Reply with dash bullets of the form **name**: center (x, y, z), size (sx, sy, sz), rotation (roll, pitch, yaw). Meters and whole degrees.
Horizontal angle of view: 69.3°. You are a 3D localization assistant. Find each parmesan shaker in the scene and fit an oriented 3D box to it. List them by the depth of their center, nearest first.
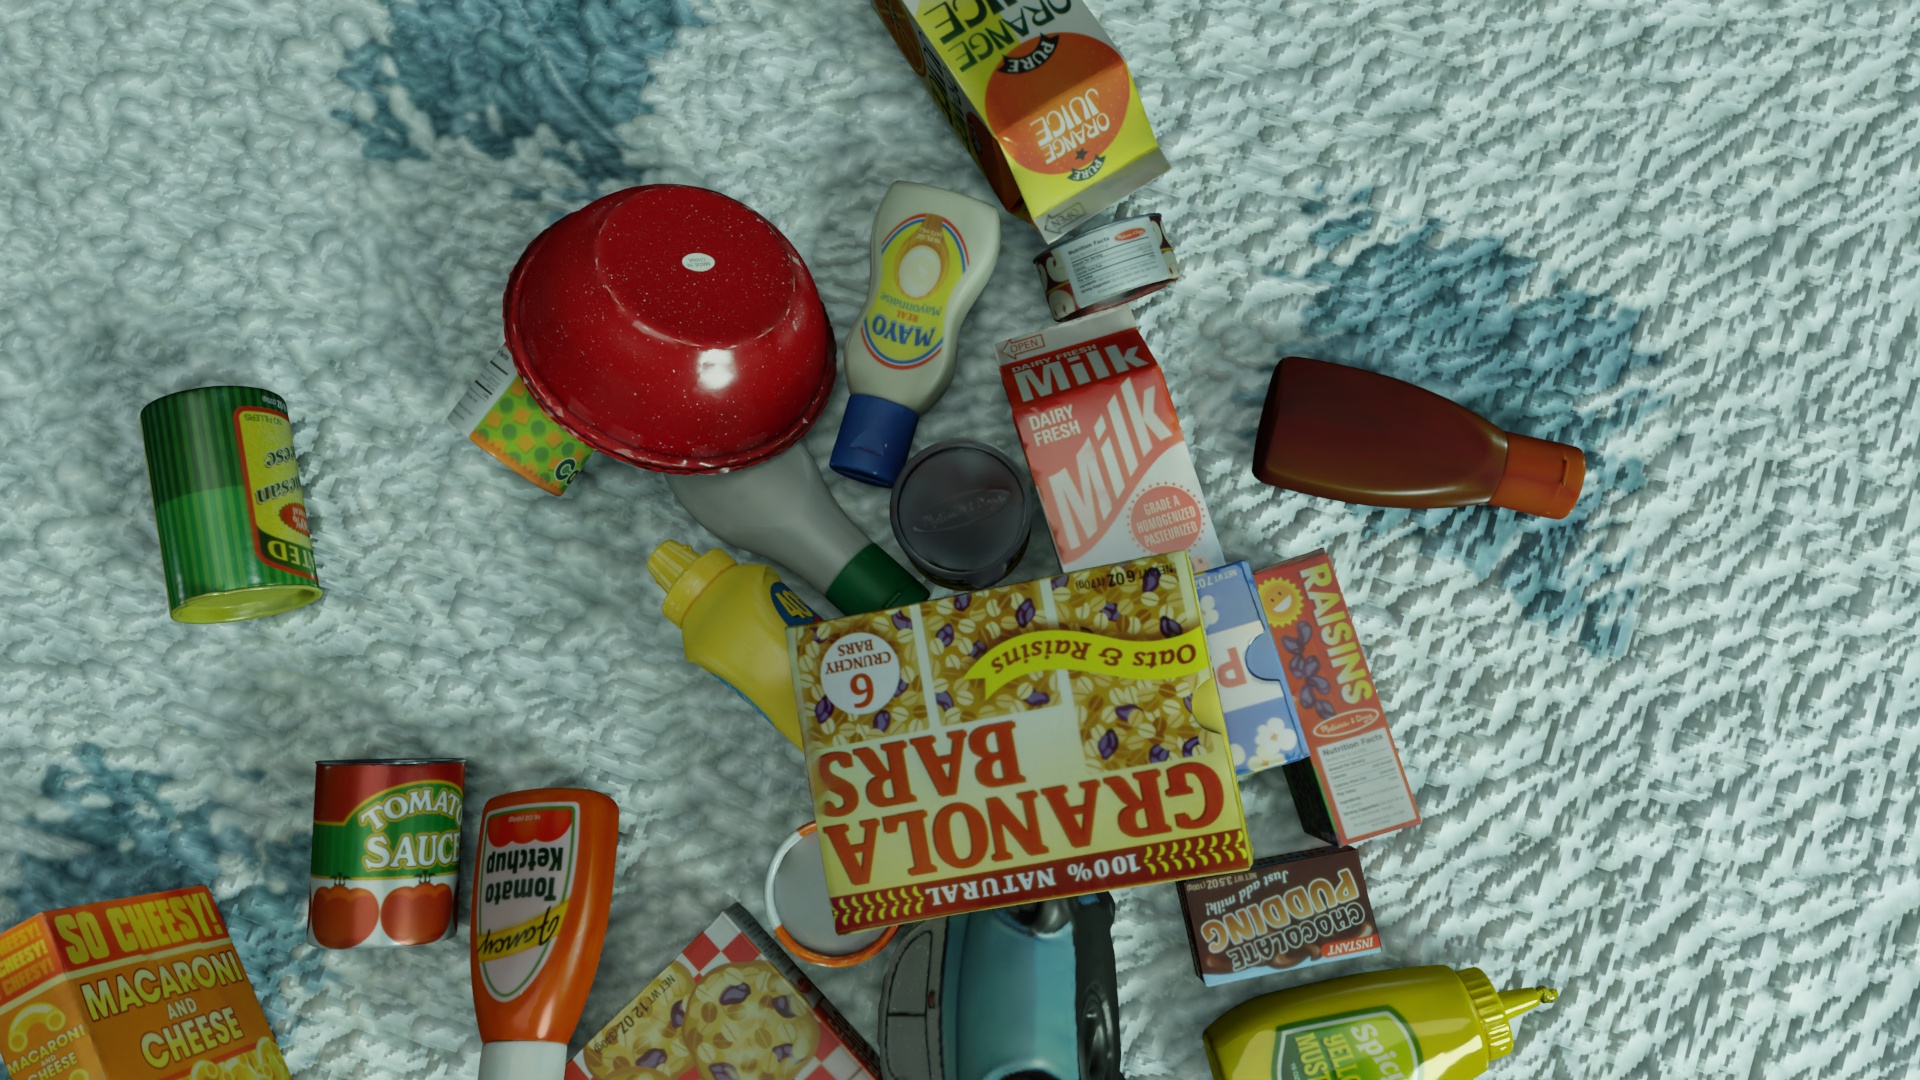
- **parmesan shaker**: center (-0.357, -0.018, 0.677), size (0.071, 0.071, 0.103), rotation (-15, 81, 1)

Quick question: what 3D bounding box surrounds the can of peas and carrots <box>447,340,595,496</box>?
- **can of peas and carrots**: center (-0.204, -0.062, 0.681), size (0.071, 0.071, 0.059), rotation (36, 85, 7)

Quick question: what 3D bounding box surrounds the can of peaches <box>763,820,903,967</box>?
- **can of peaches**: center (-0.052, 0.160, 0.642), size (0.071, 0.058, 0.071), rotation (0, 81, 3)

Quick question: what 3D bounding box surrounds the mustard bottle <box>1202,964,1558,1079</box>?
- **mustard bottle**: center (0.193, 0.224, 0.625), size (0.160, 0.049, 0.065), rotation (-17, 83, 0)

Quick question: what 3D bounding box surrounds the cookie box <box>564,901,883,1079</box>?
- **cookie box**: center (-0.094, 0.272, 0.635), size (0.123, 0.040, 0.167), rotation (-44, 82, -4)

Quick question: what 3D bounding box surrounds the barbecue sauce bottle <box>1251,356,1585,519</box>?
- **barbecue sauce bottle**: center (0.220, -0.043, 0.669), size (0.148, 0.043, 0.065), rotation (13, 82, 4)

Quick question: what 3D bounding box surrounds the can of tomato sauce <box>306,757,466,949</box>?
- **can of tomato sauce**: center (-0.267, 0.144, 0.649), size (0.071, 0.071, 0.083), rotation (-1, 82, 3)

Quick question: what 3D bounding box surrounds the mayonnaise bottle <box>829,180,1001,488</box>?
- **mayonnaise bottle**: center (-0.027, -0.101, 0.690), size (0.065, 0.041, 0.148), rotation (16, 82, 3)

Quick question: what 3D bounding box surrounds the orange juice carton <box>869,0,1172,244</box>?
- **orange juice carton**: center (0.024, -0.235, 0.680), size (0.072, 0.073, 0.193), rotation (-30, 73, -2)

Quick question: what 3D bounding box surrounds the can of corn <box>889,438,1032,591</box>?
- **can of corn**: center (0.002, -0.008, 0.666), size (0.071, 0.058, 0.071), rotation (0, 81, 2)

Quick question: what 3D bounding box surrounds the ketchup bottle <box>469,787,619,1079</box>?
- **ketchup bottle**: center (-0.193, 0.190, 0.630), size (0.065, 0.043, 0.149), rotation (-8, 63, 14)

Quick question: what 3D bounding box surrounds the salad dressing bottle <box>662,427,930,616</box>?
- **salad dressing bottle**: center (-0.081, -0.009, 0.678), size (0.148, 0.044, 0.064), rotation (42, 76, 7)

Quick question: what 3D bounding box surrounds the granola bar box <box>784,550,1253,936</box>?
- **granola bar box**: center (0.022, 0.080, 0.552), size (0.165, 0.039, 0.124), rotation (-12, 83, 9)

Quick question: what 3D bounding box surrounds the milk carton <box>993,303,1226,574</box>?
- **milk carton**: center (0.075, -0.015, 0.655), size (0.072, 0.073, 0.190), rotation (-17, 81, 3)

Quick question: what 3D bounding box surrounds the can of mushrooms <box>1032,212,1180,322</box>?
- **can of mushrooms**: center (0.072, -0.132, 0.678), size (0.071, 0.071, 0.033), rotation (-20, 92, 0)

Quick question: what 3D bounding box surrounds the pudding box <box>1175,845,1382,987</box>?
- **pudding box**: center (0.146, 0.173, 0.645), size (0.084, 0.030, 0.049), rotation (-11, 82, 1)

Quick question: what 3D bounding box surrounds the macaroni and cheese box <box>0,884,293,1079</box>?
- **macaroni and cheese box**: center (-0.349, 0.240, 0.610), size (0.040, 0.123, 0.166), rotation (-29, 81, -3)

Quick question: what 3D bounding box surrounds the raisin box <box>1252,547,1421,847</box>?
- **raisin box**: center (0.162, 0.071, 0.632), size (0.040, 0.086, 0.123), rotation (-17, 81, 2)

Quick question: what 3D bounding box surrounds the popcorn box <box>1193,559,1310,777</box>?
- **popcorn box**: center (0.072, 0.067, 0.586), size (0.127, 0.038, 0.085), rotation (-17, 80, 8)
